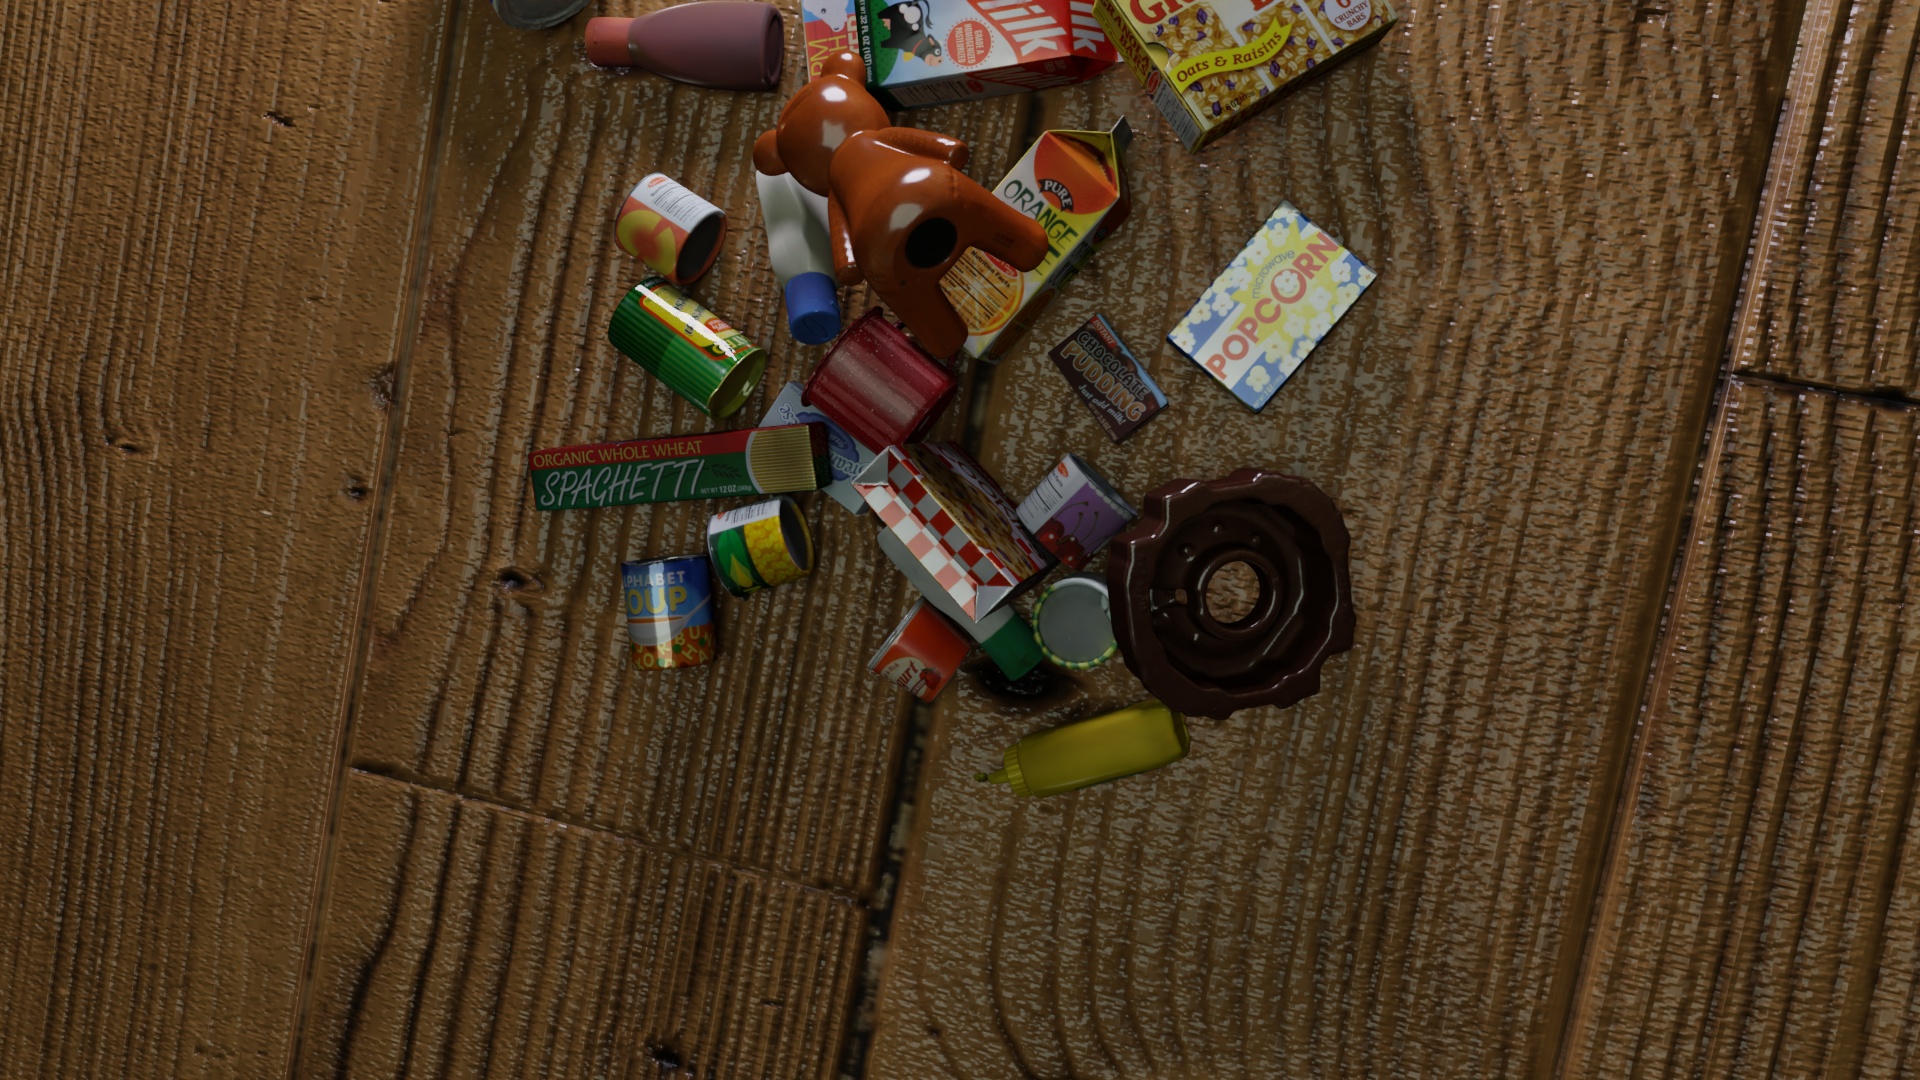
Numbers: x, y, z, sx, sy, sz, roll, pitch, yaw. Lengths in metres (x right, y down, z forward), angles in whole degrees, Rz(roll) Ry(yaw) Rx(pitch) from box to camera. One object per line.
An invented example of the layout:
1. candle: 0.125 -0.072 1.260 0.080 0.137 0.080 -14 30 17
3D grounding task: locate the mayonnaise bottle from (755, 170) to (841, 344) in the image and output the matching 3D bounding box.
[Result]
1. mayonnaise bottle: -0.113 -0.208 1.001 0.041 0.064 0.149 -25 55 19

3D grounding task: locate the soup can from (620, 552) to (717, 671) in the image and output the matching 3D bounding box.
1. soup can: -0.224 0.055 1.064 0.071 0.071 0.083 -5 92 13

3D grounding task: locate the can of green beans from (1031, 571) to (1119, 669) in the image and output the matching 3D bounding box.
1. can of green beans: 0.088 0.057 1.001 0.071 0.058 0.071 1 93 13

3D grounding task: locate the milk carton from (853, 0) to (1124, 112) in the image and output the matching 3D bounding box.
1. milk carton: 0.027 -0.362 0.989 0.190 0.073 0.072 -4 92 12

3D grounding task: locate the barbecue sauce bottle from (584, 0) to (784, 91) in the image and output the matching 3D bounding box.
1. barbecue sauce bottle: -0.211 -0.378 1.058 0.148 0.044 0.065 6 94 13

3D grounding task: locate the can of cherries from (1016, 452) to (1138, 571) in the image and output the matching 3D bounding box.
1. can of cherries: 0.084 -0.019 0.996 0.071 0.071 0.058 44 101 7

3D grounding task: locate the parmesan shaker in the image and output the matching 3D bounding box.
1. parmesan shaker: -0.208 -0.145 1.052 0.103 0.071 0.071 36 100 9

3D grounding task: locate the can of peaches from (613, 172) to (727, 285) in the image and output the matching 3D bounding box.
1. can of peaches: -0.220 -0.234 1.055 0.058 0.071 0.071 32 99 9

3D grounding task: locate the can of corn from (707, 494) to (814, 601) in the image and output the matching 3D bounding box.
1. can of corn: -0.149 0.006 1.049 0.058 0.071 0.071 -16 89 13

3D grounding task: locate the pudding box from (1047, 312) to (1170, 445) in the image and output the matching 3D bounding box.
1. pudding box: 0.108 -0.116 1.004 0.049 0.030 0.084 -37 85 11

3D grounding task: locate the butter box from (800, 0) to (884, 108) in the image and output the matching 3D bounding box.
1. butter box: -0.089 -0.372 1.040 0.053 0.024 0.103 -6 91 13

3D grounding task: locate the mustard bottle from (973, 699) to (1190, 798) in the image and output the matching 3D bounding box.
1. mustard bottle: 0.084 0.156 1.006 0.160 0.065 0.049 -19 83 19

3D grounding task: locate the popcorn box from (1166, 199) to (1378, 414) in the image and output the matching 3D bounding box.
1. popcorn box: 0.217 -0.162 0.973 0.085 0.038 0.126 42 100 8

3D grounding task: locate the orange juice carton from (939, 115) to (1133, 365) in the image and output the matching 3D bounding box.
1. orange juice carton: 0.055 -0.221 0.990 0.073 0.072 0.192 44 101 7

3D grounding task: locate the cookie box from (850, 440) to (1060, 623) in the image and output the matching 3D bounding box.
1. cookie box: 0.003 -0.012 0.962 0.040 0.168 0.123 -44 83 14

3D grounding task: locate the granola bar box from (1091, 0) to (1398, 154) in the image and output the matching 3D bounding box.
1. granola bar box: 0.193 -0.357 0.941 0.166 0.039 0.124 -32 85 -10

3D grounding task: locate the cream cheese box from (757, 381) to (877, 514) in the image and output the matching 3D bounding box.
1. cream cheese box: -0.102 -0.070 1.056 0.104 0.024 0.053 37 101 9

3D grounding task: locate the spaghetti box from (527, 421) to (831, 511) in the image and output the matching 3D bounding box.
1. spaghetti box: -0.219 -0.055 1.065 0.250 0.029 0.050 -4 98 19

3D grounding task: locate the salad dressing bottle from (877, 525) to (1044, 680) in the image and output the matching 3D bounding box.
1. salad dressing bottle: 0.003 0.037 1.021 0.044 0.064 0.147 -41 91 24

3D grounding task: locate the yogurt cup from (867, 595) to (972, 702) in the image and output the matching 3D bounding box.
1. yogurt cup: -0.028 0.083 1.027 0.054 0.072 0.072 37 100 1
